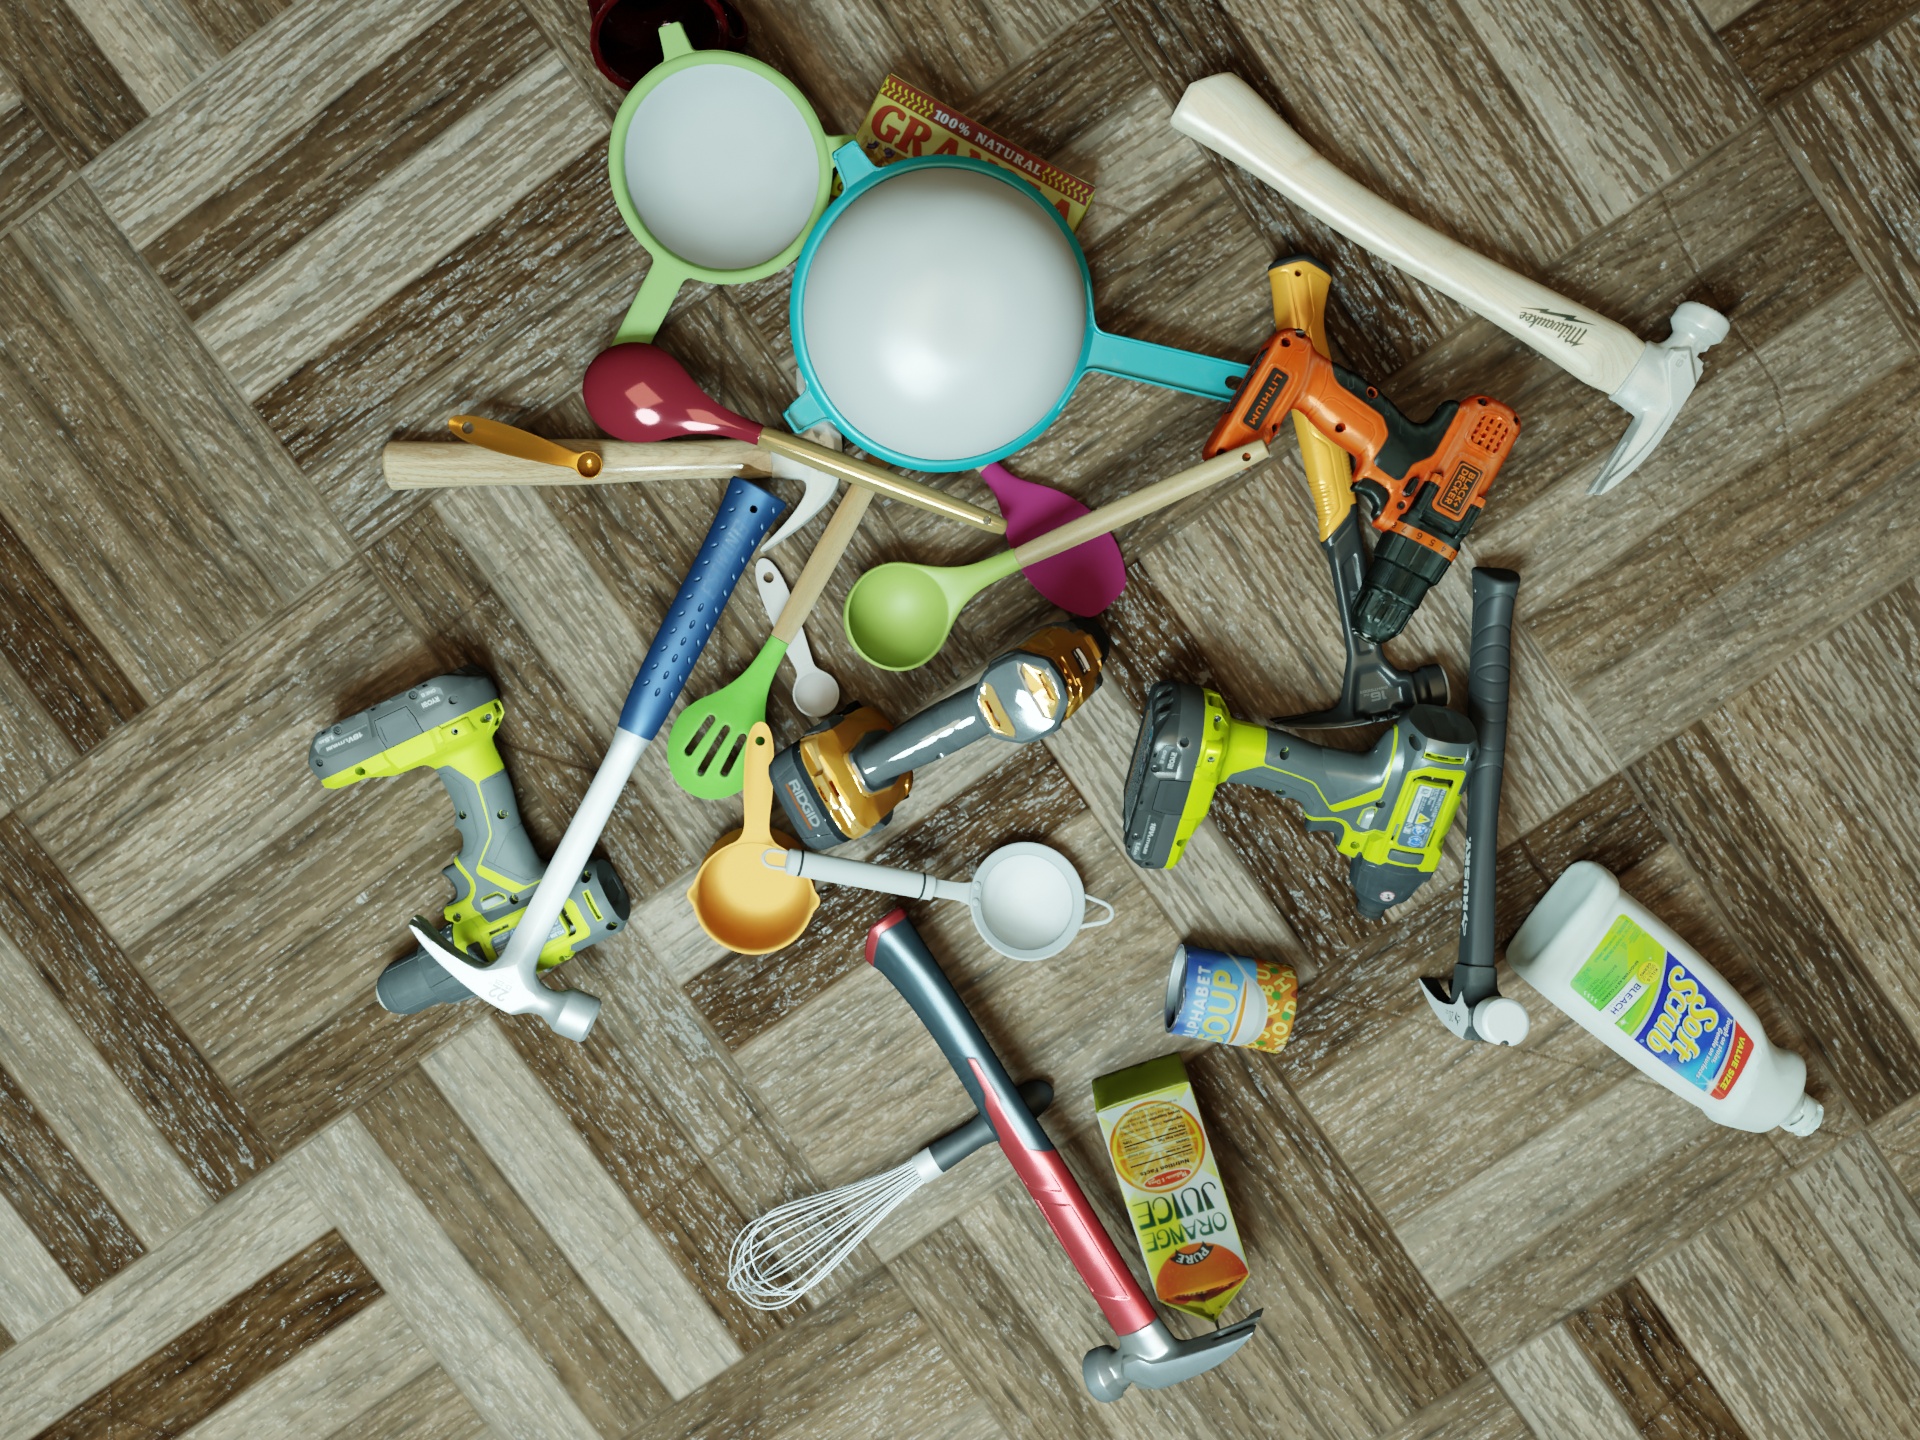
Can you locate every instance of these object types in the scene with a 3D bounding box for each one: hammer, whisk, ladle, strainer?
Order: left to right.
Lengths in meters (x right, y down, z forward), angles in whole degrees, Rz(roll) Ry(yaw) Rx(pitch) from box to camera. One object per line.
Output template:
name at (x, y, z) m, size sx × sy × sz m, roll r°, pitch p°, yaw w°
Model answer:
hammer at (-0.249, -0.185, 1.147) m, size 0.331 × 0.031 × 0.130 m, roll -1°, pitch 96°, yaw 2°
hammer at (-0.238, 0.016, 1.110) m, size 0.144 × 0.035 × 0.405 m, roll 27°, pitch 90°, yaw -12°
strainer at (-0.189, -0.343, 1.119) m, size 0.151 × 0.069 × 0.256 m, roll 29°, pitch 114°, yaw -12°
ladle at (-0.116, -0.189, 1.114) m, size 0.315 × 0.031 × 0.069 m, roll 20°, pitch 96°, yaw -3°
whisk at (-0.052, 0.350, 1.191) m, size 0.284 × 0.070 × 0.070 m, roll -33°, pitch 95°, yaw 0°
strainer at (-0.017, 0.120, 1.148) m, size 0.258 × 0.050 × 0.087 m, roll 12°, pitch 74°, yaw -14°
hammer at (0.059, 0.297, 1.135) m, size 0.143 × 0.038 × 0.386 m, roll -33°, pitch 87°, yaw 28°
strainer at (0.057, -0.255, 1.064) m, size 0.340 × 0.095 × 0.211 m, roll 10°, pitch 103°, yaw -11°
ladle at (0.061, -0.119, 1.092) m, size 0.320 × 0.062 × 0.078 m, roll -22°, pitch 104°, yaw 21°
hammer at (0.258, -0.161, 1.135) m, size 0.127 × 0.034 × 0.337 m, roll -11°, pitch 96°, yaw 2°
hammer at (0.325, -0.318, 1.115) m, size 0.410 × 0.038 × 0.146 m, roll 31°, pitch 98°, yaw -2°
hammer at (0.369, 0.055, 1.127) m, size 0.035 × 0.146 × 0.335 m, roll 4°, pitch 85°, yaw 1°

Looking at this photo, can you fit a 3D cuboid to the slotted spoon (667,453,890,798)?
slotted spoon at (-0.119, -0.082, 1.145) m, size 0.070 × 0.031 × 0.314 m, roll 29°, pitch 91°, yaw -3°

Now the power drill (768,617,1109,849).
power drill at (-0.002, -0.004, 1.110) m, size 0.226 × 0.185 × 0.084 m, roll -26°, pitch 96°, yaw 23°

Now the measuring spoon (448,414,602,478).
measuring spoon at (-0.308, -0.195, 1.128) m, size 0.117 × 0.011 × 0.021 m, roll 17°, pitch 95°, yaw 4°

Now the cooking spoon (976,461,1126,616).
cooking spoon at (0.002, -0.203, 1.144) m, size 0.069 × 0.017 × 0.319 m, roll -42°, pitch 94°, yaw -5°

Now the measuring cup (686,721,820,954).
measuring cup at (-0.147, 0.080, 1.154) m, size 0.095 × 0.052 × 0.173 m, roll 3°, pitch 103°, yaw -3°

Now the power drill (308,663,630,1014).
power drill at (-0.373, 0.092, 1.159) m, size 0.190 × 0.080 × 0.228 m, roll -25°, pitch 98°, yaw 3°

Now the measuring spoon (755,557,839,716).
measuring spoon at (-0.122, -0.061, 1.168) m, size 0.034 × 0.018 × 0.124 m, roll -22°, pitch 89°, yaw 6°

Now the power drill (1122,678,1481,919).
power drill at (0.233, 0.059, 1.126) m, size 0.223 × 0.080 × 0.171 m, roll 10°, pitch 123°, yaw -1°
